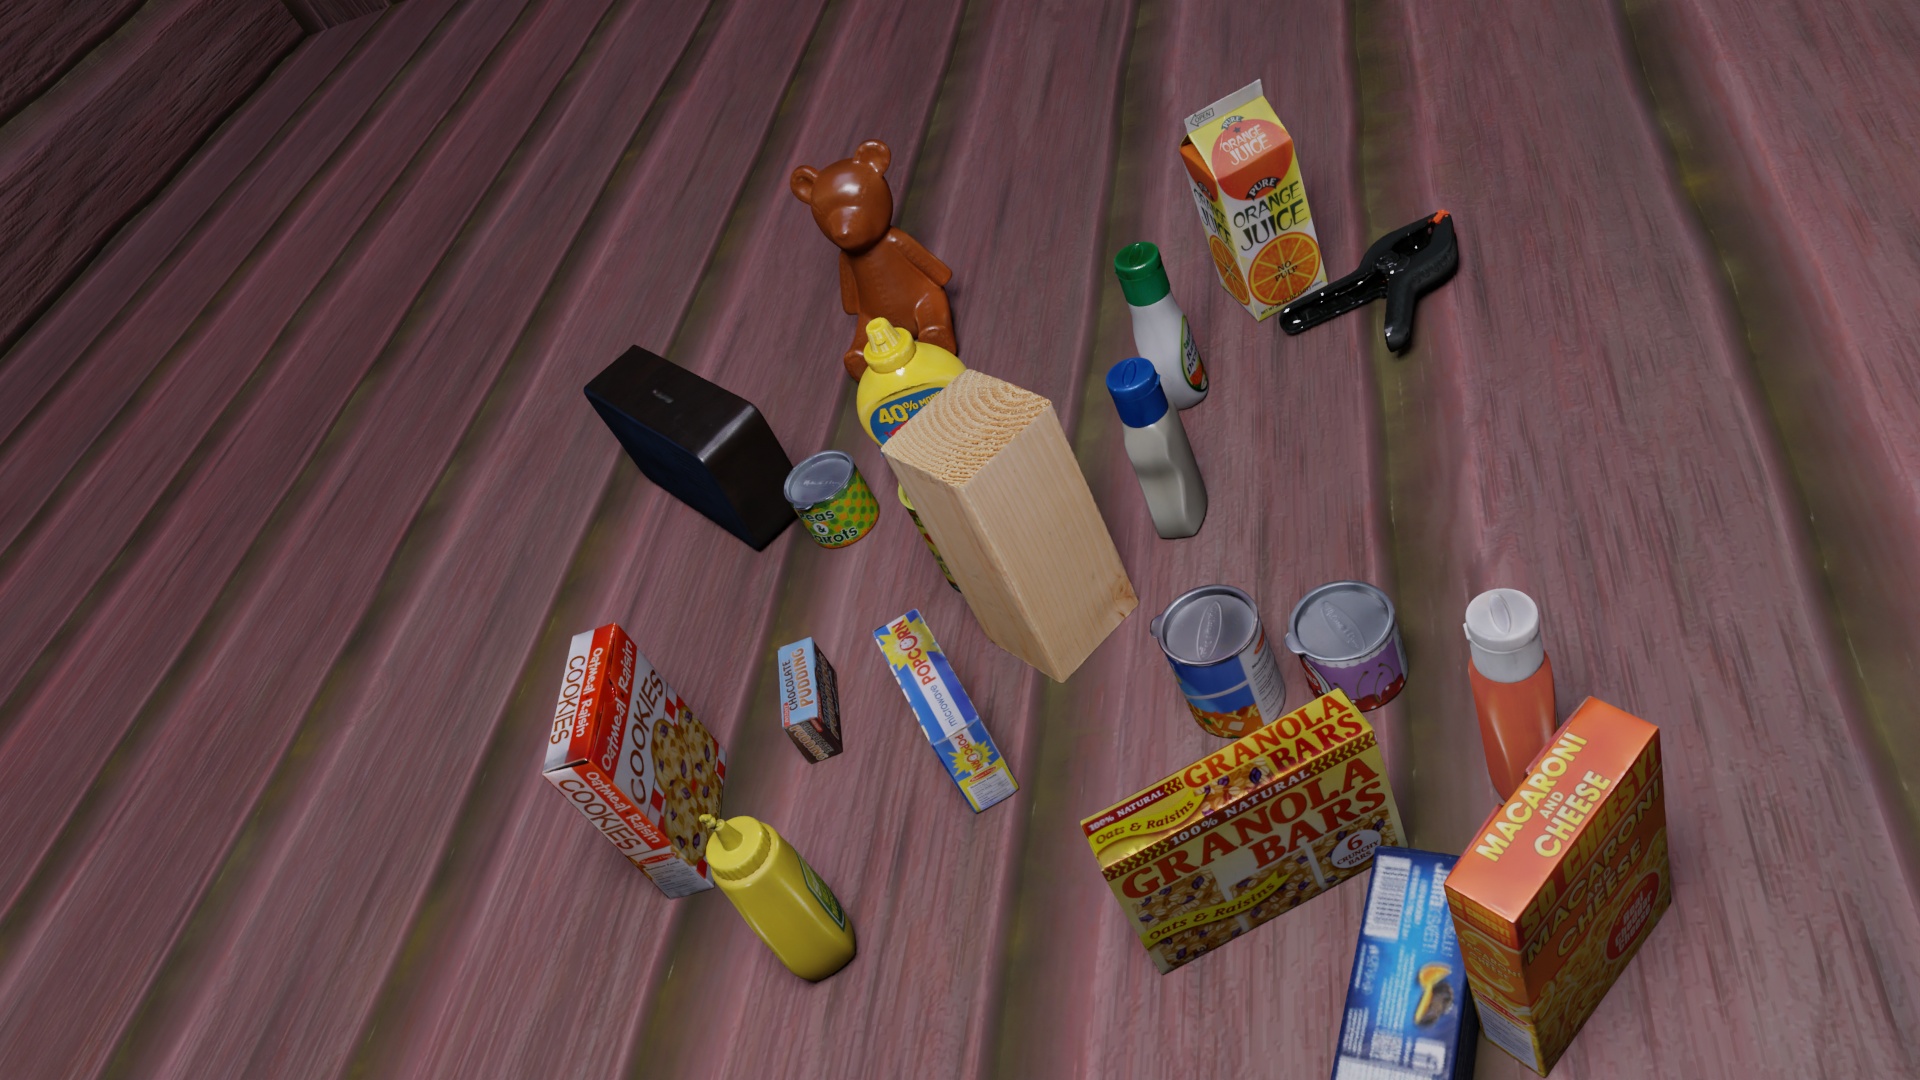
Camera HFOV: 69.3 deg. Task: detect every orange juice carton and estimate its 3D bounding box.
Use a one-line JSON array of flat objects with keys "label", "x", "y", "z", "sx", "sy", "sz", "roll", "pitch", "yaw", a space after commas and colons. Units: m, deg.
[{"label": "orange juice carton", "x": 0.243, "y": -0.288, "z": 1.167, "sx": 0.072, "sy": 0.192, "sz": 0.073, "roll": -28, "pitch": 41, "yaw": 0}]

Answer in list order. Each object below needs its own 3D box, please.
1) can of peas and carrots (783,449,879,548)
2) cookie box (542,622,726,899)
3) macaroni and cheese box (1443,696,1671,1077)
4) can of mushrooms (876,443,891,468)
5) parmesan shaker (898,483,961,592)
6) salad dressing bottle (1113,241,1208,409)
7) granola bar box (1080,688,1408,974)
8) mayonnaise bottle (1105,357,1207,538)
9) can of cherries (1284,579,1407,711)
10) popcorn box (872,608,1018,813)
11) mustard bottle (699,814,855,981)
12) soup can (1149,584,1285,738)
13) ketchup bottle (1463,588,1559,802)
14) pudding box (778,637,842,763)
[{"label": "can of peas and carrots", "x": -0.112, "y": -0.034, "z": 1.205, "sx": 0.071, "sy": 0.058, "sz": 0.071, "roll": -15, "pitch": 42, "yaw": 15}, {"label": "cookie box", "x": -0.225, "y": 0.158, "z": 0.989, "sx": 0.040, "sy": 0.166, "sz": 0.123, "roll": -18, "pitch": 42, "yaw": 13}, {"label": "macaroni and cheese box", "x": 0.298, "y": 0.173, "z": 0.685, "sx": 0.124, "sy": 0.165, "sz": 0.040, "roll": -44, "pitch": 43, "yaw": -18}, {"label": "can of mushrooms", "x": -0.041, "y": -0.088, "z": 1.240, "sx": 0.071, "sy": 0.033, "sz": 0.071, "roll": -15, "pitch": 42, "yaw": 15}, {"label": "parmesan shaker", "x": 0.004, "y": -0.014, "z": 1.087, "sx": 0.071, "sy": 0.102, "sz": 0.072, "roll": -16, "pitch": 42, "yaw": 15}, {"label": "salad dressing bottle", "x": 0.162, "y": -0.173, "z": 1.128, "sx": 0.044, "sy": 0.147, "sz": 0.064, "roll": -5, "pitch": 46, "yaw": 25}, {"label": "granola bar box", "x": 0.165, "y": 0.168, "z": 0.796, "sx": 0.165, "sy": 0.123, "sz": 0.039, "roll": -28, "pitch": 41, "yaw": 1}, {"label": "mayonnaise bottle", "x": 0.146, "y": -0.070, "z": 1.032, "sx": 0.041, "sy": 0.147, "sz": 0.065, "roll": -6, "pitch": 46, "yaw": 24}, {"label": "can of cherries", "x": 0.249, "y": 0.070, "z": 0.900, "sx": 0.071, "sy": 0.058, "sz": 0.072, "roll": -15, "pitch": 42, "yaw": 15}, {"label": "popcorn box", "x": -0.011, "y": 0.118, "z": 0.974, "sx": 0.038, "sy": 0.085, "sz": 0.127, "roll": -31, "pitch": 41, "yaw": -2}, {"label": "mustard bottle", "x": -0.119, "y": 0.217, "z": 0.875, "sx": 0.049, "sy": 0.159, "sz": 0.065, "roll": -32, "pitch": 41, "yaw": -4}, {"label": "soup can", "x": 0.170, "y": 0.080, "z": 0.914, "sx": 0.071, "sy": 0.083, "sz": 0.072, "roll": -16, "pitch": 42, "yaw": 15}, {"label": "ketchup bottle", "x": 0.311, "y": 0.088, "z": 0.779, "sx": 0.043, "sy": 0.148, "sz": 0.065, "roll": -14, "pitch": 43, "yaw": 17}, {"label": "pudding box", "x": -0.115, "y": 0.120, "z": 1.055, "sx": 0.030, "sy": 0.049, "sz": 0.084, "roll": -21, "pitch": 41, "yaw": 9}]
